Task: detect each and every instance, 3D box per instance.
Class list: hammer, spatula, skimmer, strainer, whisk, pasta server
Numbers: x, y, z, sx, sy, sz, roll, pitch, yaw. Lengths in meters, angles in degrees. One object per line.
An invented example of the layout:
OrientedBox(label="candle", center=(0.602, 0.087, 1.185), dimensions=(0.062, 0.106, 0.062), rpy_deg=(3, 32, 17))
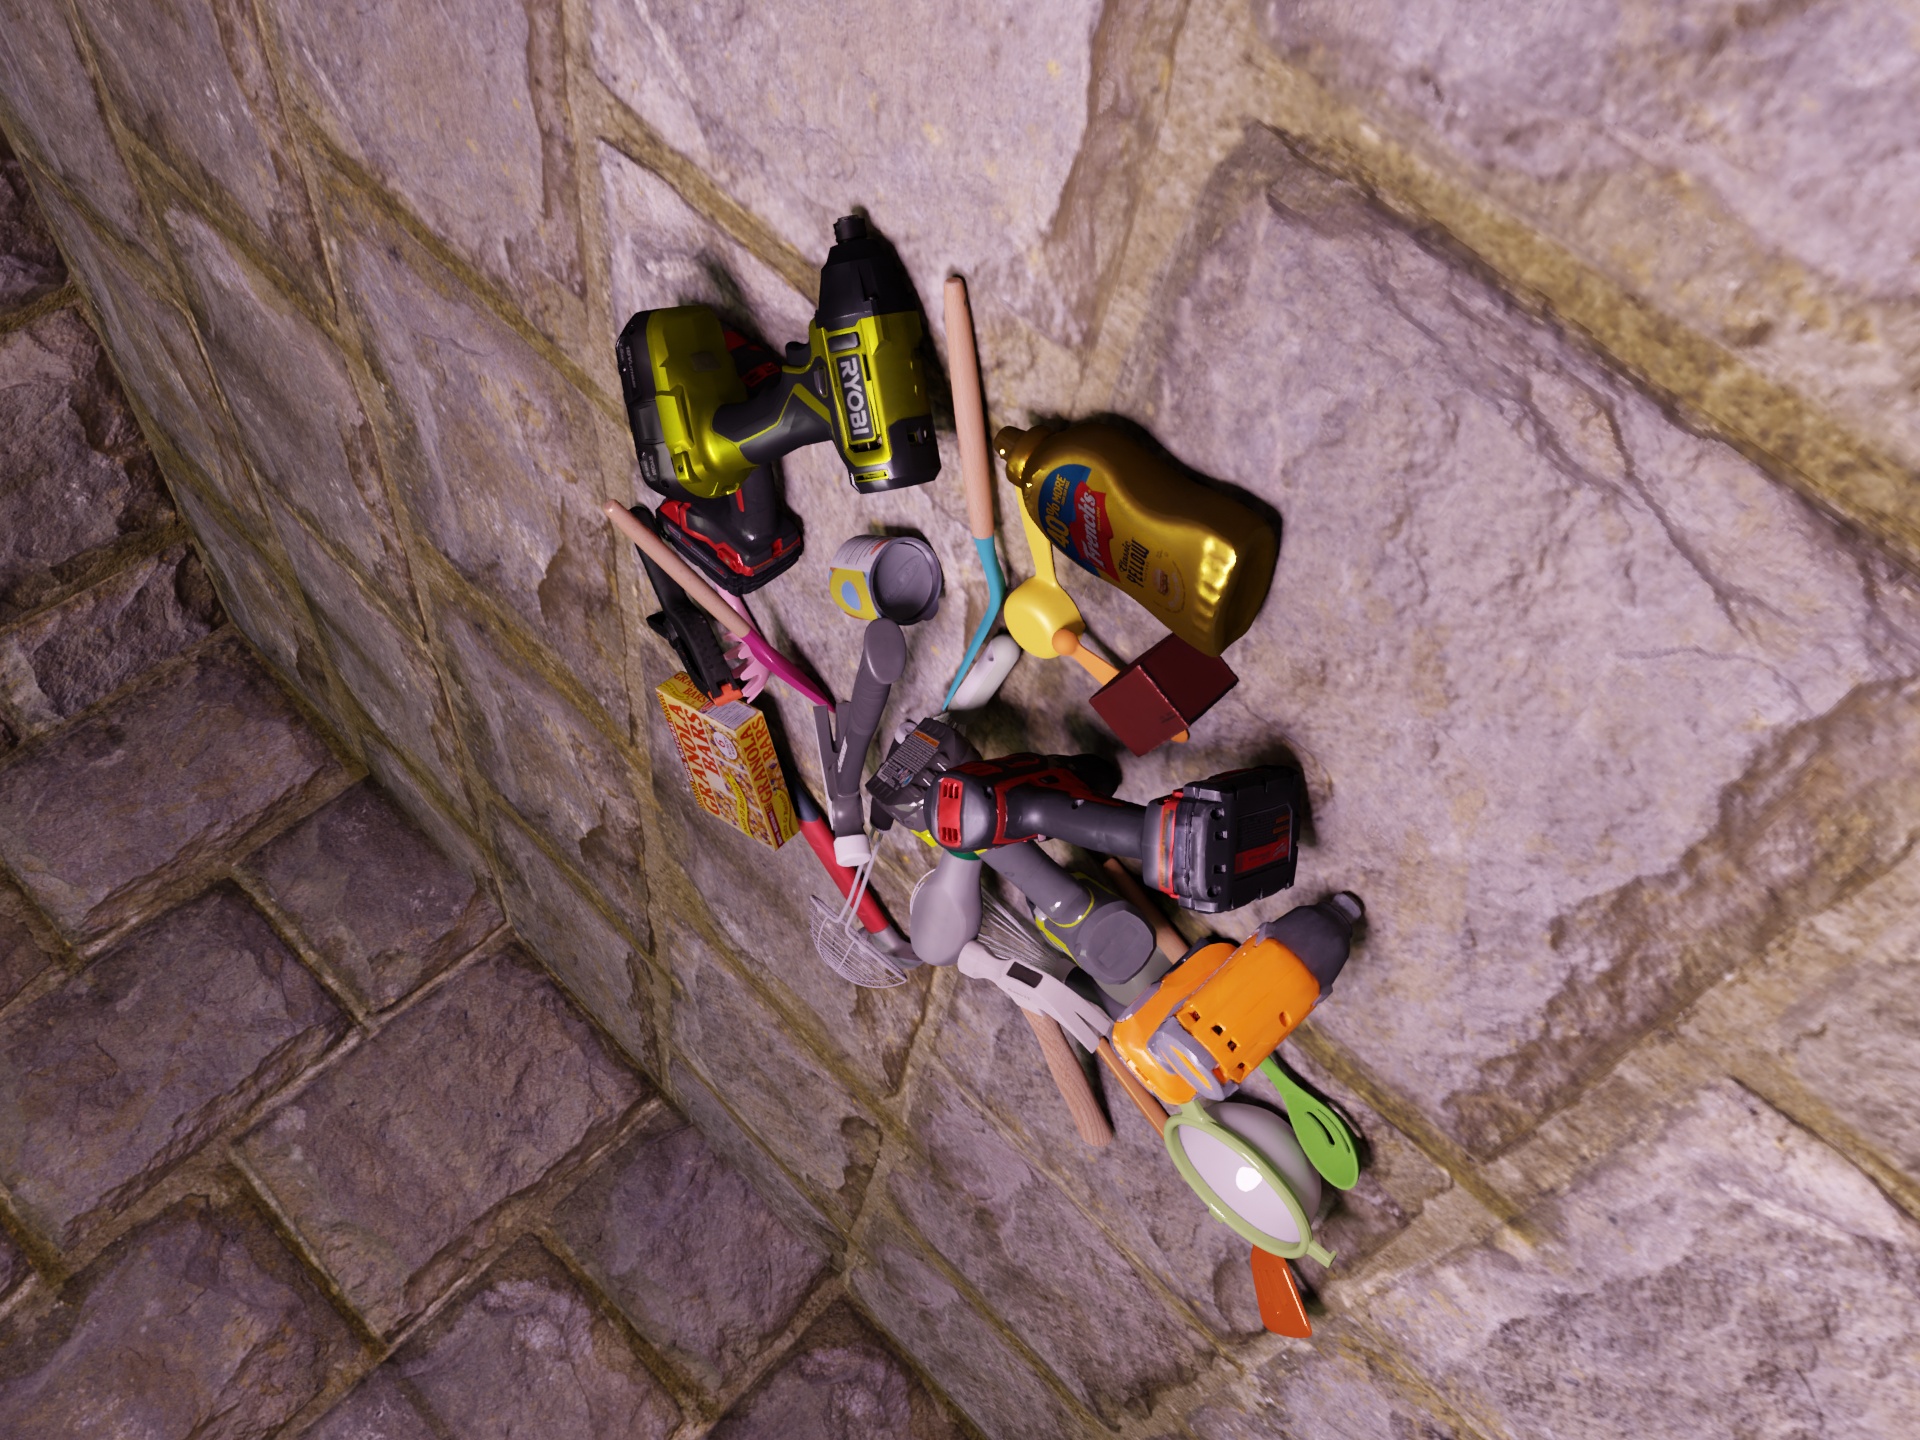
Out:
OrientedBox(label="hammer", center=(0.096, 0.315, 1.465), dimensions=(0.130, 0.031, 0.331), rpy_deg=(21, 152, 31))
OrientedBox(label="spatula", center=(0.219, 0.428, 1.469), dimensions=(0.322, 0.041, 0.081), rpy_deg=(52, 154, -1))
OrientedBox(label="skimmer", center=(-0.071, 0.126, 1.506), dimensions=(0.127, 0.090, 0.363), rpy_deg=(39, 134, 21))
OrientedBox(label="spatula", center=(0.002, -0.148, 1.072), dimensions=(0.044, 0.082, 0.317), rpy_deg=(7, 131, 17))
OrientedBox(label="hammer", center=(-0.154, 0.093, 1.629), dimensions=(0.143, 0.038, 0.386), rpy_deg=(-8, 118, 58))
OrientedBox(label="strainer", center=(0.219, 0.322, 1.303), dimensions=(0.151, 0.069, 0.256), rpy_deg=(-2, 122, 60))
OrientedBox(label="whisk", center=(0.068, 0.209, 1.420), dimensions=(0.285, 0.070, 0.070), rpy_deg=(27, 145, 31))
OrientedBox(label="pasta server", center=(-0.238, -0.157, 1.445), dimensions=(0.060, 0.040, 0.316), rpy_deg=(43, 157, 58))
OrientedBox(label="hammer", center=(-0.082, 0.001, 1.297), dimensions=(0.334, 0.035, 0.146), rpy_deg=(113, 148, -65))
OrientedBox(label="whisk", center=(-0.002, -0.004, 1.265), dimensions=(0.246, 0.059, 0.058), rpy_deg=(125, 138, -58))

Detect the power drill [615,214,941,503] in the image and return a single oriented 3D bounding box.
OrientedBox(label="power drill", center=(-0.122, -0.232, 1.066), dimensions=(0.223, 0.080, 0.171), rpy_deg=(-2, 104, 36))

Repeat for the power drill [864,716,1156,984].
OrientedBox(label="power drill", center=(0.037, 0.102, 1.239), dimensions=(0.228, 0.080, 0.191), rpy_deg=(43, 175, -15))

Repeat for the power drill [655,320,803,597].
OrientedBox(label="power drill", center=(-0.187, -0.215, 1.255), dimensions=(0.143, 0.078, 0.219), rpy_deg=(40, 149, 21))

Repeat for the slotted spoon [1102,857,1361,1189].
OrientedBox(label="slotted spoon", center=(0.214, 0.234, 1.250), dimensions=(0.314, 0.031, 0.070), rpy_deg=(52, 153, 3))

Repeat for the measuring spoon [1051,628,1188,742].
OrientedBox(label="measuring spoon", center=(0.108, -0.021, 1.082), dimensions=(0.117, 0.011, 0.021), rpy_deg=(39, 132, -2))

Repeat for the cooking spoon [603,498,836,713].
OrientedBox(label="cooking spoon", center=(-0.202, -0.092, 1.379), dimensions=(0.069, 0.017, 0.318), rpy_deg=(26, 167, 43))

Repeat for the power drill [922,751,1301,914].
OrientedBox(label="power drill", center=(0.112, 0.061, 1.067), dimensions=(0.227, 0.188, 0.080), rpy_deg=(7, 100, 38))

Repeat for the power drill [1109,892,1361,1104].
OrientedBox(label="power drill", center=(0.194, 0.194, 1.114), dimensions=(0.084, 0.164, 0.226), rpy_deg=(47, 166, 7))

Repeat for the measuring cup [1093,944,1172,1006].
OrientedBox(label="measuring cup", center=(0.164, 0.240, 1.318), dimensions=(0.167, 0.038, 0.083), rpy_deg=(54, 153, -1))

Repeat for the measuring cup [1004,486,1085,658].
OrientedBox(label="measuring cup", center=(0.046, -0.104, 1.076), dimensions=(0.062, 0.029, 0.156), rpy_deg=(29, 148, 37))
